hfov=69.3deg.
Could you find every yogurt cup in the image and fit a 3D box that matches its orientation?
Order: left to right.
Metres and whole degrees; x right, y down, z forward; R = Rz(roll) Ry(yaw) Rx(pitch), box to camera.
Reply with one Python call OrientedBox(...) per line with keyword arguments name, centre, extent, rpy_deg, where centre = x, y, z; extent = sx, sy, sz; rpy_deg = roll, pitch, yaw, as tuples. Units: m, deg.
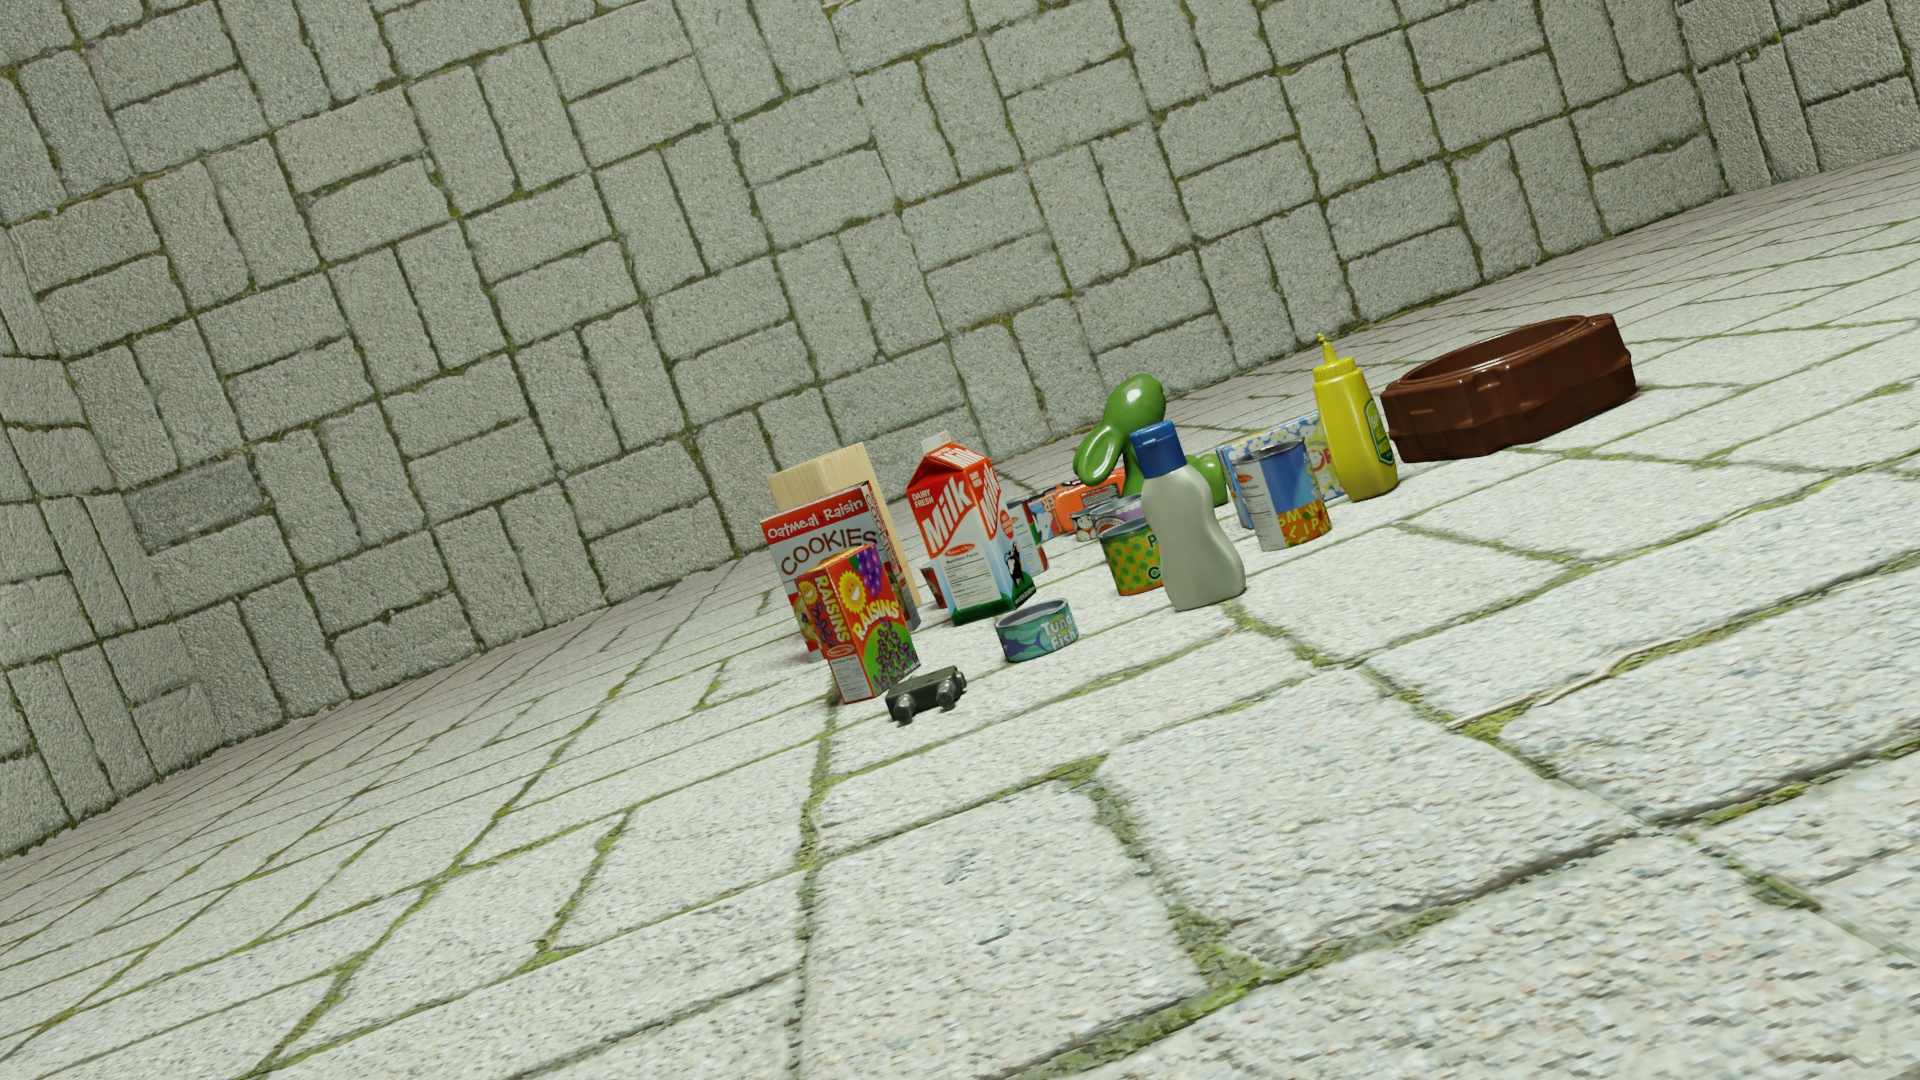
OrientedBox(name="yogurt cup", centre=(-0.007, 0.042, 1.569), extent=(0.072, 0.054, 0.072), rpy_deg=(-20, 6, 2))

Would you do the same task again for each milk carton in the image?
OrientedBox(name="milk carton", centre=(0.005, -0.018, 1.420), extent=(0.073, 0.190, 0.072), rpy_deg=(-18, 6, 24))

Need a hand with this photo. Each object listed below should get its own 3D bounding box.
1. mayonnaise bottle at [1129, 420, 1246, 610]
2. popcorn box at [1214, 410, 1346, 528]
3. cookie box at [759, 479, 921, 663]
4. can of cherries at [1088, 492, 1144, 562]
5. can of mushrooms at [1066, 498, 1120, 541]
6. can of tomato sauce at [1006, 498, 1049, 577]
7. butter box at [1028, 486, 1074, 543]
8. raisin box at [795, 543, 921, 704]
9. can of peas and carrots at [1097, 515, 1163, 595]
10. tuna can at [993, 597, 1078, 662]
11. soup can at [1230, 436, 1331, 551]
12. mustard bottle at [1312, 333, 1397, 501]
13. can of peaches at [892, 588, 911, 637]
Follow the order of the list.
OrientedBox(name="mayonnaise bottle", centre=(0.176, -0.021, 1.108), extent=(0.064, 0.148, 0.041), rpy_deg=(-18, 6, 24))
OrientedBox(name="popcorn box", centre=(0.325, -0.073, 1.370), extent=(0.127, 0.085, 0.038), rpy_deg=(-21, 6, -4))
OrientedBox(name="cookie box", centre=(-0.130, 0.034, 1.506), extent=(0.123, 0.167, 0.040), rpy_deg=(-19, 6, 13))
OrientedBox(name="can of cherries", centre=(0.173, -0.012, 1.448), extent=(0.071, 0.058, 0.071), rpy_deg=(-20, 6, 2))
OrientedBox(name="can of mushrooms", centre=(0.166, -0.024, 1.690), extent=(0.071, 0.033, 0.071), rpy_deg=(-20, 6, 2))
OrientedBox(name="can of tomato sauce", centre=(0.057, 0.002, 1.576), extent=(0.071, 0.083, 0.071), rpy_deg=(-20, 6, 2))
OrientedBox(name="butter box", centre=(0.116, -0.031, 1.816), extent=(0.104, 0.053, 0.024), rpy_deg=(-25, 8, -40))
OrientedBox(name="raisin box", centre=(-0.091, 0.073, 1.249), extent=(0.040, 0.123, 0.086), rpy_deg=(-17, 7, 32))
OrientedBox(name="can of peas and carrots", centre=(0.167, 0.012, 1.264), extent=(0.071, 0.058, 0.071), rpy_deg=(-20, 6, 2))
OrientedBox(name="tuna can", centre=(0.066, 0.075, 1.162), extent=(0.071, 0.033, 0.071), rpy_deg=(-20, 6, 2))
OrientedBox(name="soup can", centre=(0.287, -0.041, 1.229), extent=(0.071, 0.083, 0.071), rpy_deg=(-20, 6, 2))
OrientedBox(name="mustard bottle", centre=(0.364, -0.119, 1.302), extent=(0.048, 0.160, 0.065), rpy_deg=(-16, 7, 34))
OrientedBox(name="can of peaches", centre=(-0.088, 0.087, 1.419), extent=(0.071, 0.058, 0.071), rpy_deg=(-20, 6, 2))
